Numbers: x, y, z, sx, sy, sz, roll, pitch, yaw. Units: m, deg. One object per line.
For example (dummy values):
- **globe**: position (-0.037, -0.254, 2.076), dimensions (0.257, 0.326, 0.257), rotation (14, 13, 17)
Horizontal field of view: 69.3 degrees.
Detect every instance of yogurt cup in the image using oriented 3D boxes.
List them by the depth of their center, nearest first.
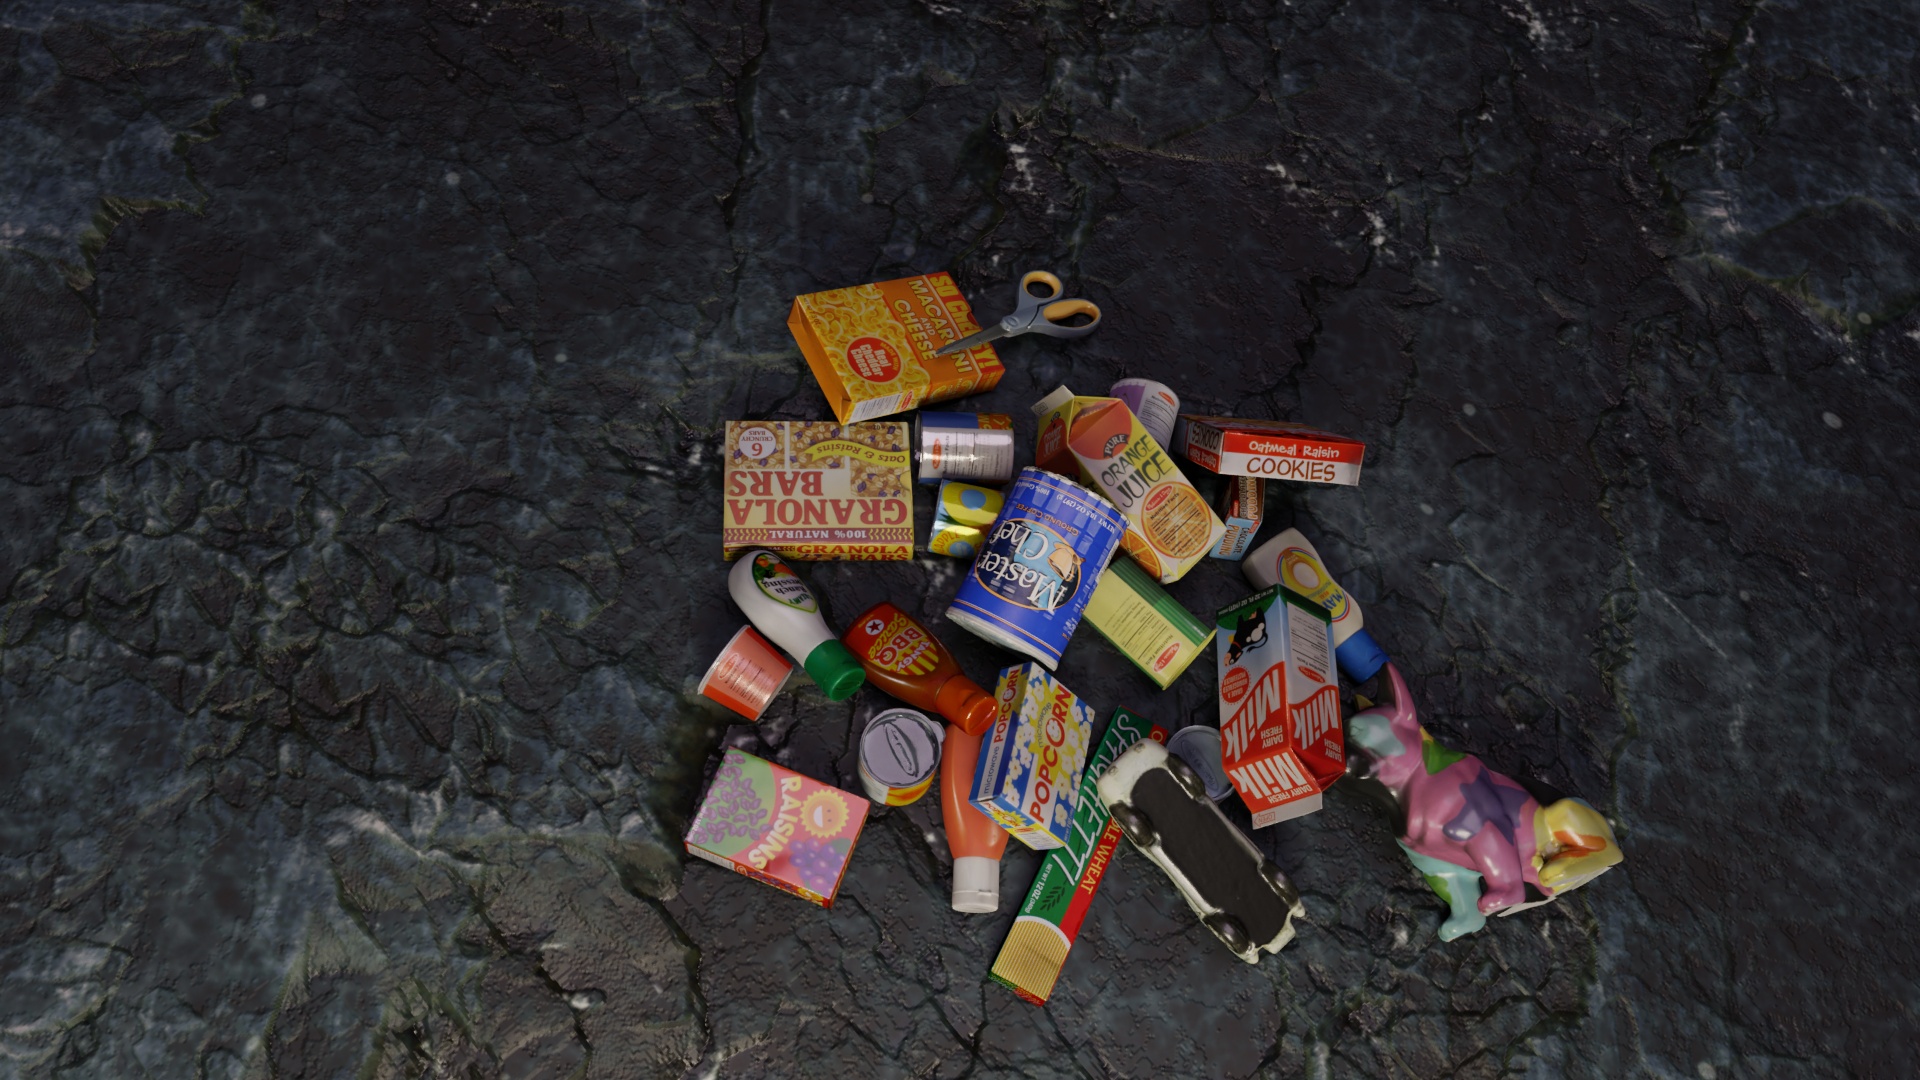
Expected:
- **yogurt cup**: position (-0.174, 0.111, 1.138), dimensions (0.054, 0.072, 0.073), rotation (35, 65, 1)

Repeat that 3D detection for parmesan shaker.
- **parmesan shaker**: position (0.160, 0.068, 1.198), dimensions (0.103, 0.071, 0.071), rotation (42, 67, 13)

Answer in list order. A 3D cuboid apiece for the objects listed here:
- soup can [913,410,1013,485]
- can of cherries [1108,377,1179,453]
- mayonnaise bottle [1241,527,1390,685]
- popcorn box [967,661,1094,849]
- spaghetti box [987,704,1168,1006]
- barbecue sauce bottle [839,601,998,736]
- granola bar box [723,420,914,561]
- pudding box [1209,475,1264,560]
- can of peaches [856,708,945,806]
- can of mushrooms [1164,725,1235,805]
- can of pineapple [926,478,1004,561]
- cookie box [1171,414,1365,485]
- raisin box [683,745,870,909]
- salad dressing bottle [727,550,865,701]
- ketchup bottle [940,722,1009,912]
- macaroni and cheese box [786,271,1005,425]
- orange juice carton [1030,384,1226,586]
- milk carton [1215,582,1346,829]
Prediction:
- **soup can**: position (0.002, -0.084, 1.254), dimensions (0.084, 0.071, 0.071), rotation (1, 65, -8)
- **can of cherries**: position (0.163, -0.108, 1.288), dimensions (0.071, 0.071, 0.058), rotation (17, 65, 1)
- **mayonnaise bottle**: position (0.320, 0.061, 1.238), dimensions (0.065, 0.041, 0.148), rotation (-31, 71, -23)
- **popcorn box**: position (0.059, 0.173, 1.118), dimensions (0.085, 0.038, 0.127), rotation (40, 48, -30)
- **spaghetti box**: position (0.098, 0.249, 1.125), dimensions (0.050, 0.028, 0.251), rotation (27, 64, 5)
- **barbecue sauce bottle**: position (-0.031, 0.107, 1.136), dimensions (0.065, 0.043, 0.149), rotation (-41, 49, -20)
- **granola bar box**: position (-0.126, -0.045, 1.231), dimensions (0.166, 0.039, 0.124), rotation (0, 64, -8)
- **pudding box**: position (0.247, -0.021, 1.245), dimensions (0.030, 0.083, 0.050), rotation (9, 64, 0)
- **can of peaches**: position (-0.048, 0.175, 1.125), dimensions (0.071, 0.057, 0.071), rotation (3, 63, -6)
- **can of mushrooms**: position (0.201, 0.190, 1.164), dimensions (0.071, 0.033, 0.071), rotation (3, 64, -6)
- **can of pineapple**: position (0.004, -0.015, 1.219), dimensions (0.058, 0.070, 0.071), rotation (12, 64, -2)
- **cookie box**: position (0.269, -0.084, 1.236), dimensions (0.123, 0.168, 0.040), rotation (4, 100, -6)
- **raisin box**: position (-0.144, 0.227, 1.098), dimensions (0.123, 0.040, 0.086), rotation (21, 63, 4)
- **salad dressing bottle**: position (-0.135, 0.071, 1.153), dimensions (0.148, 0.043, 0.064), rotation (46, 27, 28)
- **ketchup bottle**: position (0.015, 0.221, 1.118), dimensions (0.065, 0.043, 0.149), rotation (13, 63, -20)
- **macaroni and cheese box**: position (-0.058, -0.181, 1.283), dimensions (0.167, 0.040, 0.124), rotation (-16, 66, -31)
- **orange juice carton**: position (0.137, -0.054, 1.223), dimensions (0.073, 0.071, 0.192), rotation (-42, 94, -23)
- **milk carton**: position (0.265, 0.141, 1.152), dimensions (0.073, 0.072, 0.191), rotation (26, 51, -31)
